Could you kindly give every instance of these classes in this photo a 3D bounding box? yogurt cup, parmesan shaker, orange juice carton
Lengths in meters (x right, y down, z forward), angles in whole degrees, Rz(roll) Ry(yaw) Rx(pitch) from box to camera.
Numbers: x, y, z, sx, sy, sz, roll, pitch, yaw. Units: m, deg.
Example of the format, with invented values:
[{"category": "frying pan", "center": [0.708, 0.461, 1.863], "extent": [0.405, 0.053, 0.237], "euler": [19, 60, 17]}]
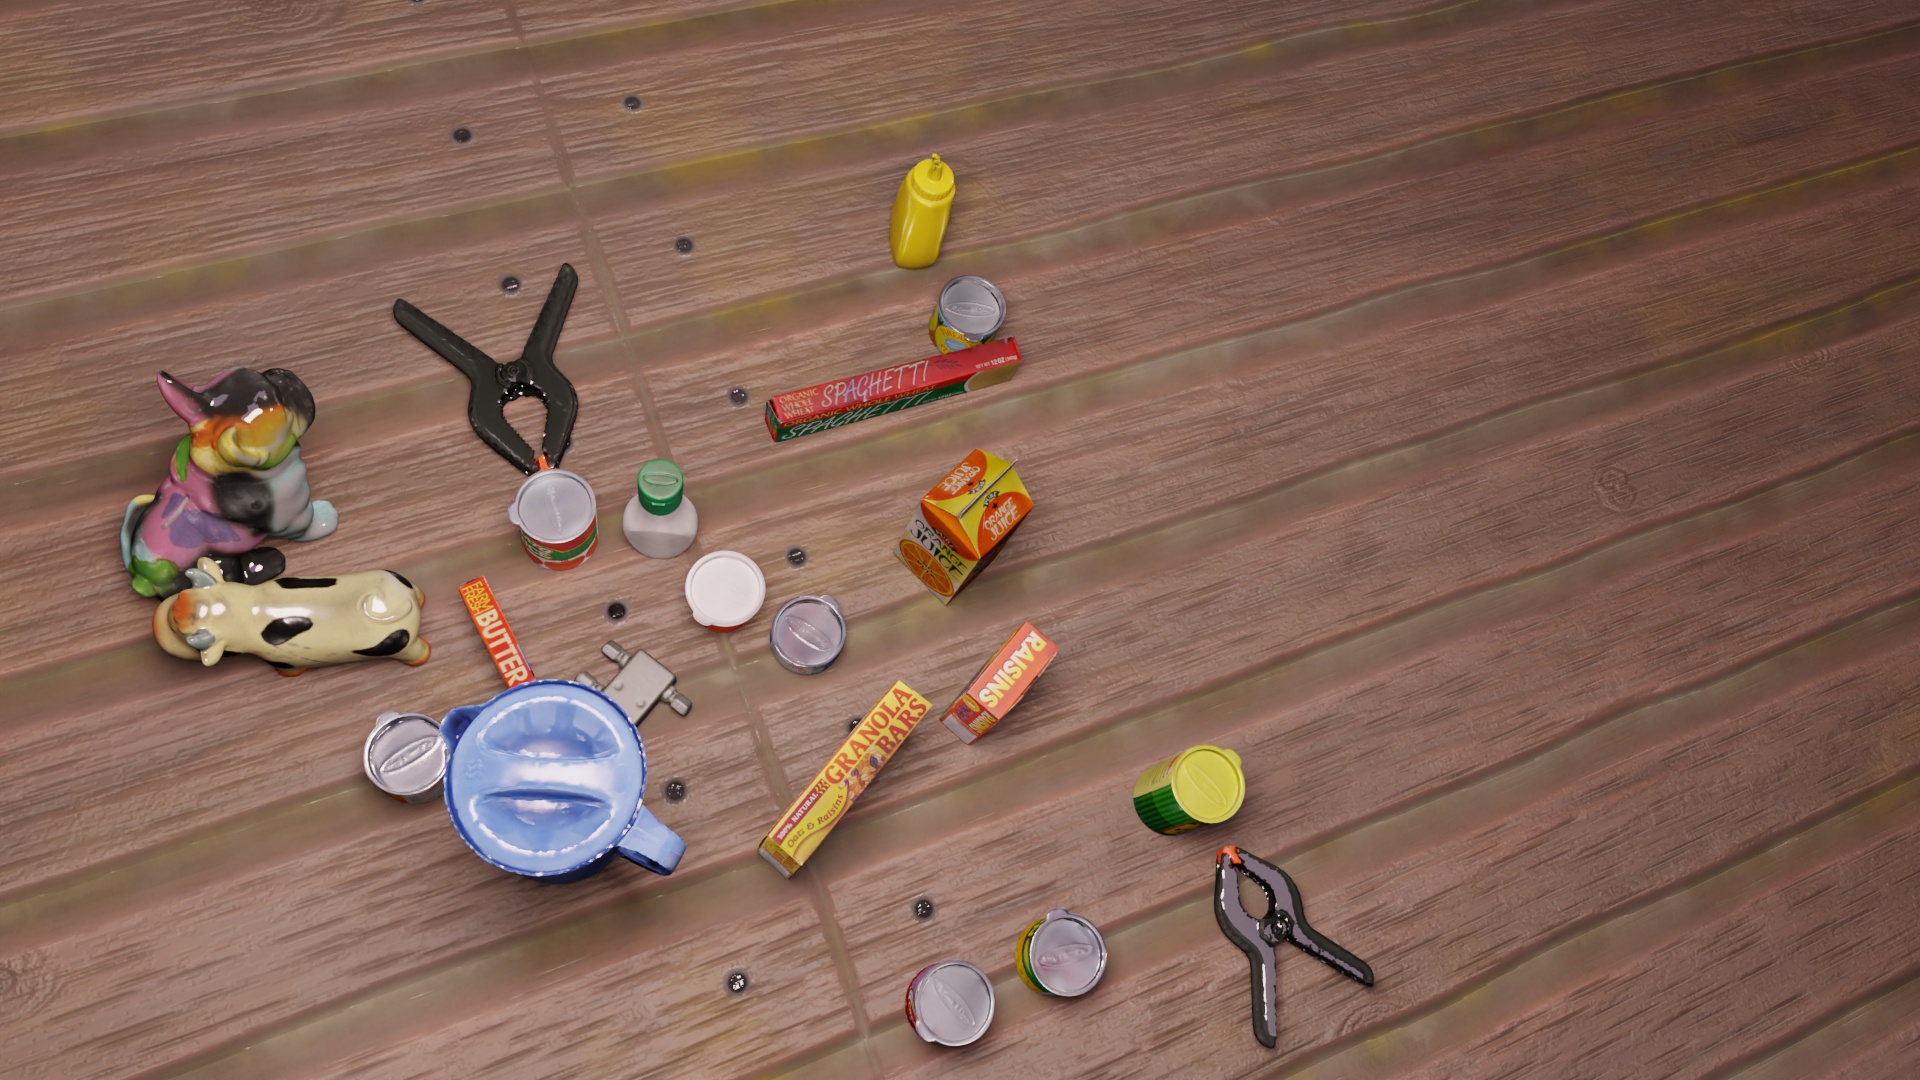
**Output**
[{"category": "yogurt cup", "center": [-0.208, 0.048, 1.220], "extent": [0.072, 0.053, 0.072], "euler": [4, 71, -11]}, {"category": "parmesan shaker", "center": [0.202, 0.220, 1.225], "extent": [0.071, 0.102, 0.071], "euler": [4, 71, -11]}, {"category": "orange juice carton", "center": [0.004, -0.015, 1.215], "extent": [0.073, 0.192, 0.072], "euler": [45, 68, 5]}]

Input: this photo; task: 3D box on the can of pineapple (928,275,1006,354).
[{"category": "can of pineapple", "center": [0.005, -0.215, 1.357], "extent": [0.071, 0.057, 0.071], "euler": [4, 71, -11]}]

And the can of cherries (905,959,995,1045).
[{"category": "can of cherries", "center": [-0.012, 0.382, 1.145], "extent": [0.071, 0.058, 0.071], "euler": [4, 71, -11]}]

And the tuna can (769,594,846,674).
[{"category": "tuna can", "center": [-0.135, 0.083, 1.236], "extent": [0.071, 0.032, 0.071], "euler": [4, 71, -11]}]

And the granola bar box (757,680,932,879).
[{"category": "granola bar box", "center": [-0.099, 0.199, 1.154], "extent": [0.039, 0.123, 0.166], "euler": [40, 68, 3]}]

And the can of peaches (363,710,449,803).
[{"category": "can of peaches", "center": [-0.443, 0.174, 1.121], "extent": [0.071, 0.058, 0.071], "euler": [4, 71, -11]}]

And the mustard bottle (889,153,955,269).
[{"category": "mustard bottle", "center": [-0.034, -0.320, 1.330], "extent": [0.049, 0.159, 0.065], "euler": [-3, 72, -14]}]

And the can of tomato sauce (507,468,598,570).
[{"category": "can of tomato sauce", "center": [-0.348, -0.016, 1.195], "extent": [0.071, 0.082, 0.071], "euler": [4, 71, -11]}]

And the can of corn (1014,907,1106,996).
[{"category": "can of corn", "center": [0.083, 0.349, 1.178], "extent": [0.071, 0.058, 0.071], "euler": [4, 71, -11]}]

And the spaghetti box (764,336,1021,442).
[{"category": "spaghetti box", "center": [-0.063, -0.144, 1.321], "extent": [0.251, 0.050, 0.029], "euler": [-17, 76, -17]}]

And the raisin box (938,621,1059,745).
[{"category": "raisin box", "center": [0.032, 0.126, 1.209], "extent": [0.040, 0.123, 0.086], "euler": [41, 68, 3]}]

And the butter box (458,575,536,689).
[{"category": "butter box", "center": [-0.387, 0.084, 1.167], "extent": [0.024, 0.053, 0.103], "euler": [-27, 79, -19]}]

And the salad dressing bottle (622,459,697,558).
[{"category": "salad dressing bottle", "center": [-0.256, -0.026, 1.184], "extent": [0.064, 0.147, 0.044], "euler": [5, 71, -11]}]
